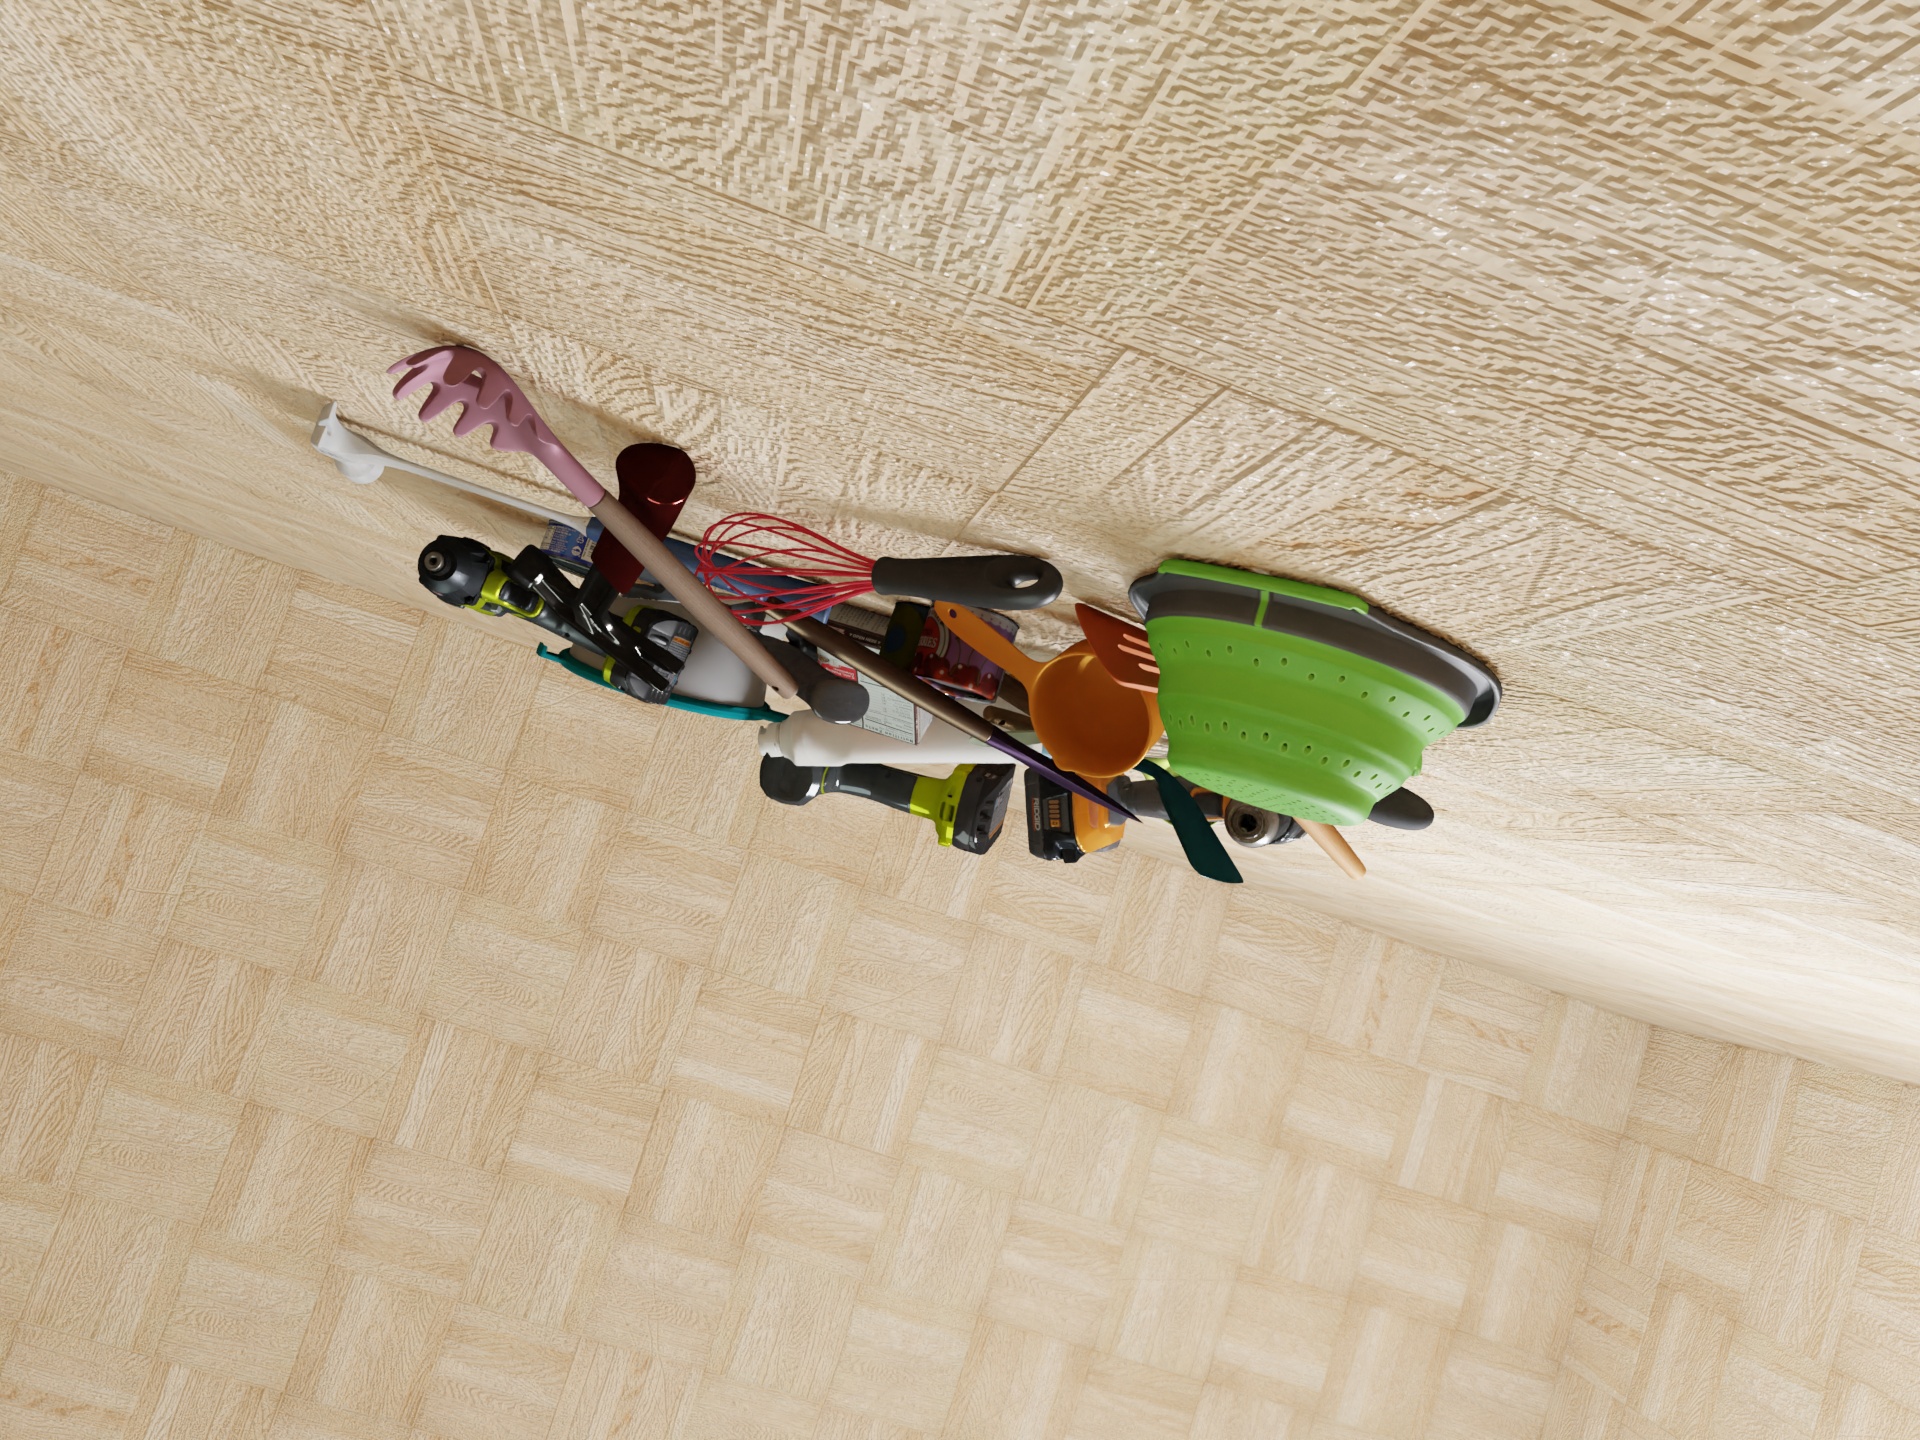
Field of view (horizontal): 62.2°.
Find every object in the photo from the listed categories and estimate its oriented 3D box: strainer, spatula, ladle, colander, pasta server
[{"bbox_3d":[-0.217,-0.056,1.527,0.340,0.095,0.211,17,-174,15],"label":"strainer"},{"bbox_3d":[0.079,0.017,1.166,0.318,0.044,0.082,34,-170,33],"label":"spatula"},{"bbox_3d":[0.132,0.037,1.391,0.320,0.078,0.062,18,-144,-46],"label":"ladle"},{"bbox_3d":[-0.002,-0.004,1.114,0.315,0.018,0.060,30,-179,-20],"label":"spatula"},{"bbox_3d":[0.210,0.018,0.925,0.205,0.094,0.396,15,173,28],"label":"colander"},{"bbox_3d":[-0.196,-0.104,0.916,0.060,0.040,0.315,1,145,42],"label":"pasta server"},{"bbox_3d":[0.182,0.026,1.030,0.322,0.041,0.081,43,-163,-38],"label":"spatula"}]

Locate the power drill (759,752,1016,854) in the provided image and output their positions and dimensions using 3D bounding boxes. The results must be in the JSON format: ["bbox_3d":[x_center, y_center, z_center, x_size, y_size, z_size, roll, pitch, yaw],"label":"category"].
[{"bbox_3d":[-0.067,0.056,1.571,0.228,0.080,0.190,14,-169,9],"label":"power drill"}]

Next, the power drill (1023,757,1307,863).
[{"bbox_3d":[0.165,0.066,1.235,0.226,0.084,0.185,-2,-175,23],"label":"power drill"}]

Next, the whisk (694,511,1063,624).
[{"bbox_3d":[-0.061,-0.090,0.967,0.296,0.073,0.073,7,169,39],"label":"whisk"}]

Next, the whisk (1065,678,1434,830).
[{"bbox_3d":[0.191,0.020,1.104,0.284,0.070,0.070,20,174,5],"label":"whisk"}]

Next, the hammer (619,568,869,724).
[{"bbox_3d":[-0.152,-0.060,1.190,0.149,0.036,0.409,16,-173,-24],"label":"hammer"}]

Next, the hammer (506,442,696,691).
[{"bbox_3d":[-0.221,-0.104,1.068,0.149,0.037,0.359,38,160,-11],"label":"hammer"}]

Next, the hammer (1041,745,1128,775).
[{"bbox_3d":[0.045,0.022,1.607,0.330,0.033,0.128,13,178,-40],"label":"hammer"}]

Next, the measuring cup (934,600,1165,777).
[{"bbox_3d":[0.062,-0.036,1.054,0.174,0.095,0.052,37,-144,14],"label":"measuring cup"}]

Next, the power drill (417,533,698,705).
[{"bbox_3d":[-0.352,-0.093,1.375,0.223,0.080,0.171,23,179,1],"label":"power drill"}]

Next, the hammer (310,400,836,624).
[{"bbox_3d":[-0.291,-0.150,1.202,0.405,0.035,0.144,19,174,-3],"label":"hammer"}]

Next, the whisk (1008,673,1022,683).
[{"bbox_3d":[0.020,-0.027,1.323,0.245,0.051,0.047,9,-147,30],"label":"whisk"}]

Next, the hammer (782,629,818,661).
[{"bbox_3d":[-0.006,-0.027,1.490,0.337,0.034,0.127,16,175,17],"label":"hammer"}]

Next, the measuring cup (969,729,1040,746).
[{"bbox_3d":[0.073,-0.003,1.253,0.167,0.038,0.083,-7,146,43],"label":"measuring cup"}]
